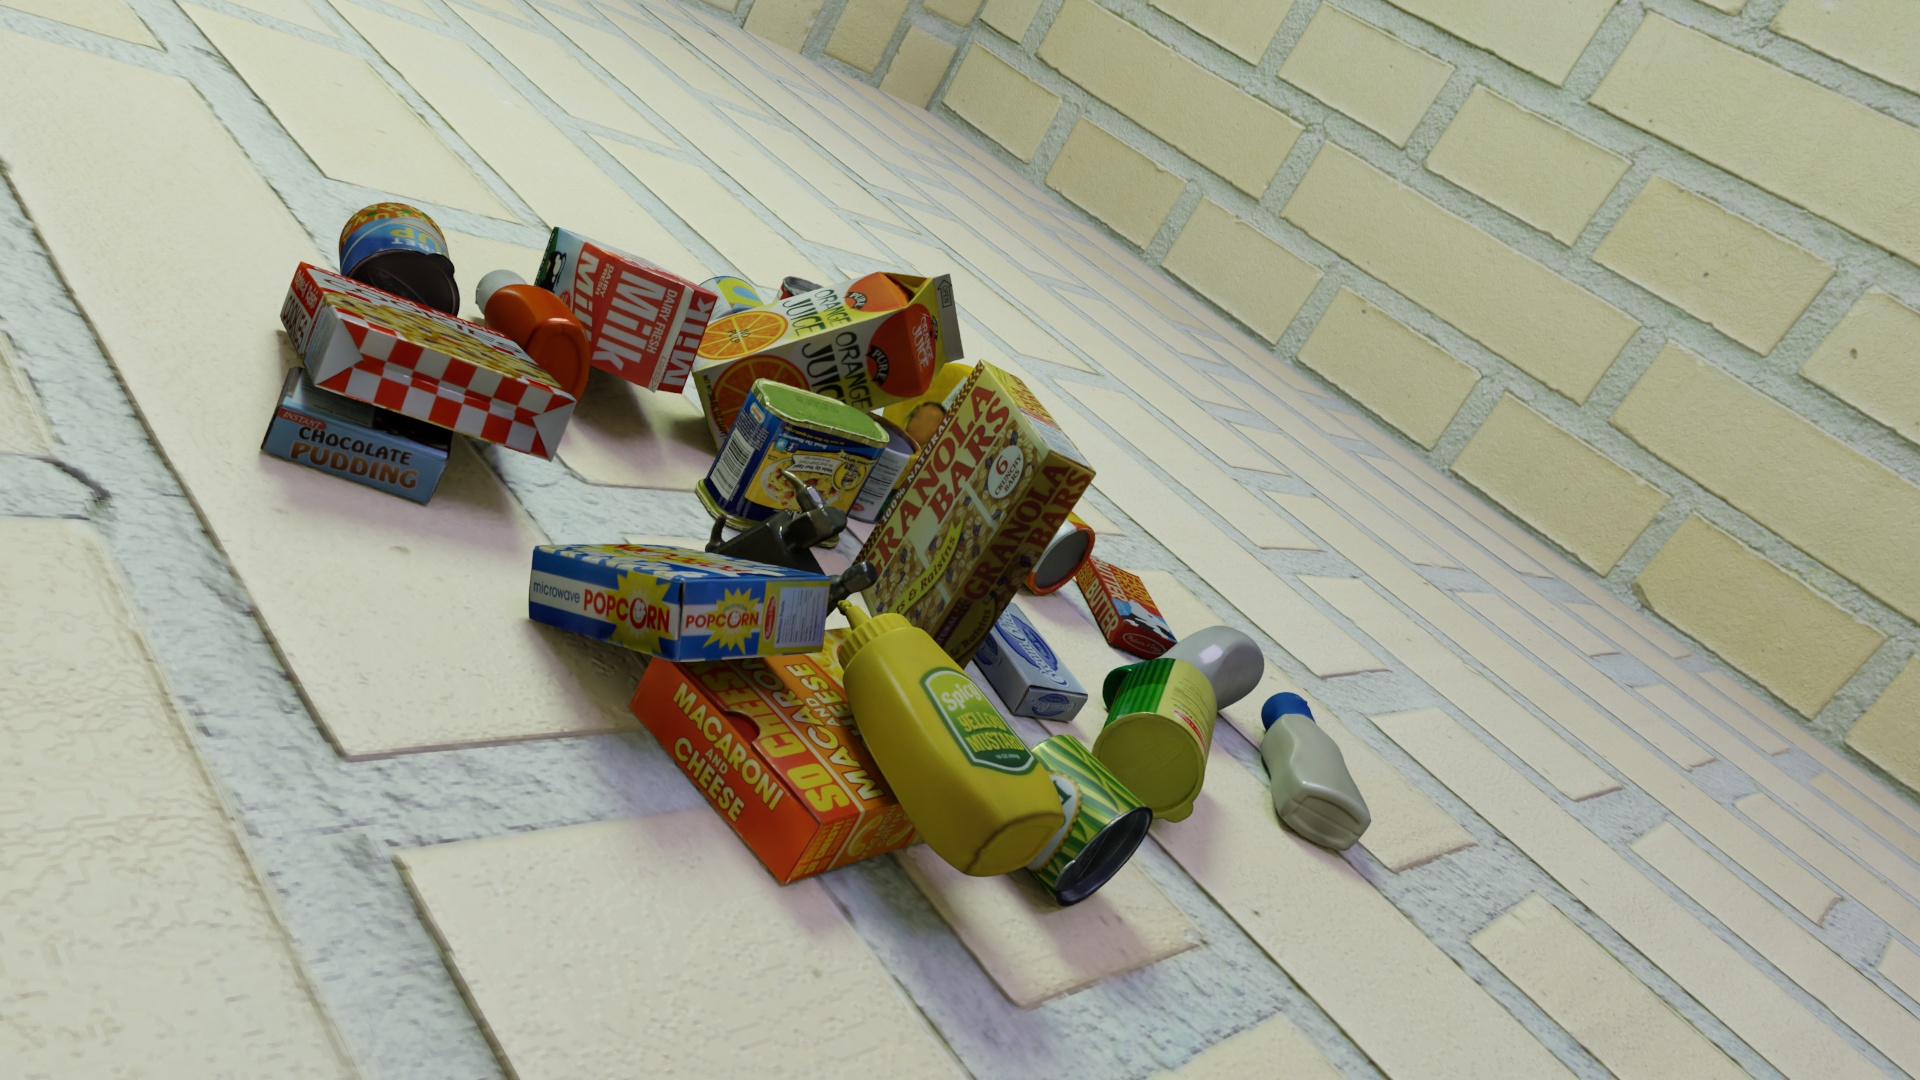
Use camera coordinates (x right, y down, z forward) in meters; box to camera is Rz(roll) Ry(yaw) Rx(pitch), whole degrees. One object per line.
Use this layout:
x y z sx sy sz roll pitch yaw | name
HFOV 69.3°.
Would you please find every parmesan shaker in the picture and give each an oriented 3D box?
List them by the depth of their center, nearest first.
0.122 0.121 0.852 0.071 0.071 0.103 33 19 5 | parmesan shaker

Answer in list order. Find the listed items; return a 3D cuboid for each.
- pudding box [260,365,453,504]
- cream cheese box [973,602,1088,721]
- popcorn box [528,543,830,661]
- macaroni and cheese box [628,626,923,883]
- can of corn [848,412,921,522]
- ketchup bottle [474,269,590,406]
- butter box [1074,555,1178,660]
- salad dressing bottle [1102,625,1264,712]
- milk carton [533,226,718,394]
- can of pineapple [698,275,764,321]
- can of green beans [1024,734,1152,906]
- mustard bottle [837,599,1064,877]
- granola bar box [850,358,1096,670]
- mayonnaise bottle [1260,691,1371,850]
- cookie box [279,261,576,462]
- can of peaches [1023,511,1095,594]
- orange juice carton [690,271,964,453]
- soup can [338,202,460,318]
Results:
-0.306 -0.054 0.709 0.084 0.030 0.050 20 21 -27 | pudding box
0.035 0.073 0.897 0.053 0.024 0.104 14 26 -38 | cream cheese box
-0.136 0.027 0.660 0.126 0.038 0.085 9 5 43 | popcorn box
-0.060 0.096 0.685 0.124 0.040 0.167 41 22 27 | macaroni and cheese box
-0.070 -0.056 1.008 0.071 0.058 0.071 27 20 -11 | can of corn
-0.282 -0.137 0.901 0.043 0.064 0.149 -1 27 -32 | ketchup bottle
0.128 0.053 1.078 0.053 0.024 0.104 23 22 -23 | butter box
0.157 0.096 0.971 0.044 0.064 0.148 31 24 36 | salad dressing bottle
-0.225 -0.153 0.936 0.073 0.072 0.191 16 9 -36 | milk carton
-0.181 -0.168 1.105 0.071 0.070 0.058 16 25 -36 | can of pineapple
0.054 0.141 0.704 0.058 0.071 0.071 42 22 29 | can of green beans
-0.017 0.081 0.646 0.065 0.048 0.161 8 36 -51 | mustard bottle
0.003 -0.011 0.847 0.039 0.165 0.125 22 21 -31 | granola bar box
0.241 0.155 0.973 0.065 0.041 0.148 29 19 -9 | mayonnaise bottle
-0.296 -0.100 0.761 0.123 0.040 0.168 19 9 -36 | cookie box
0.060 0.000 1.050 0.058 0.071 0.071 43 23 30 | can of peaches
-0.092 -0.131 0.981 0.193 0.071 0.073 -18 35 -9 | orange juice carton
-0.346 -0.166 0.859 0.071 0.071 0.084 17 24 -34 | soup can
